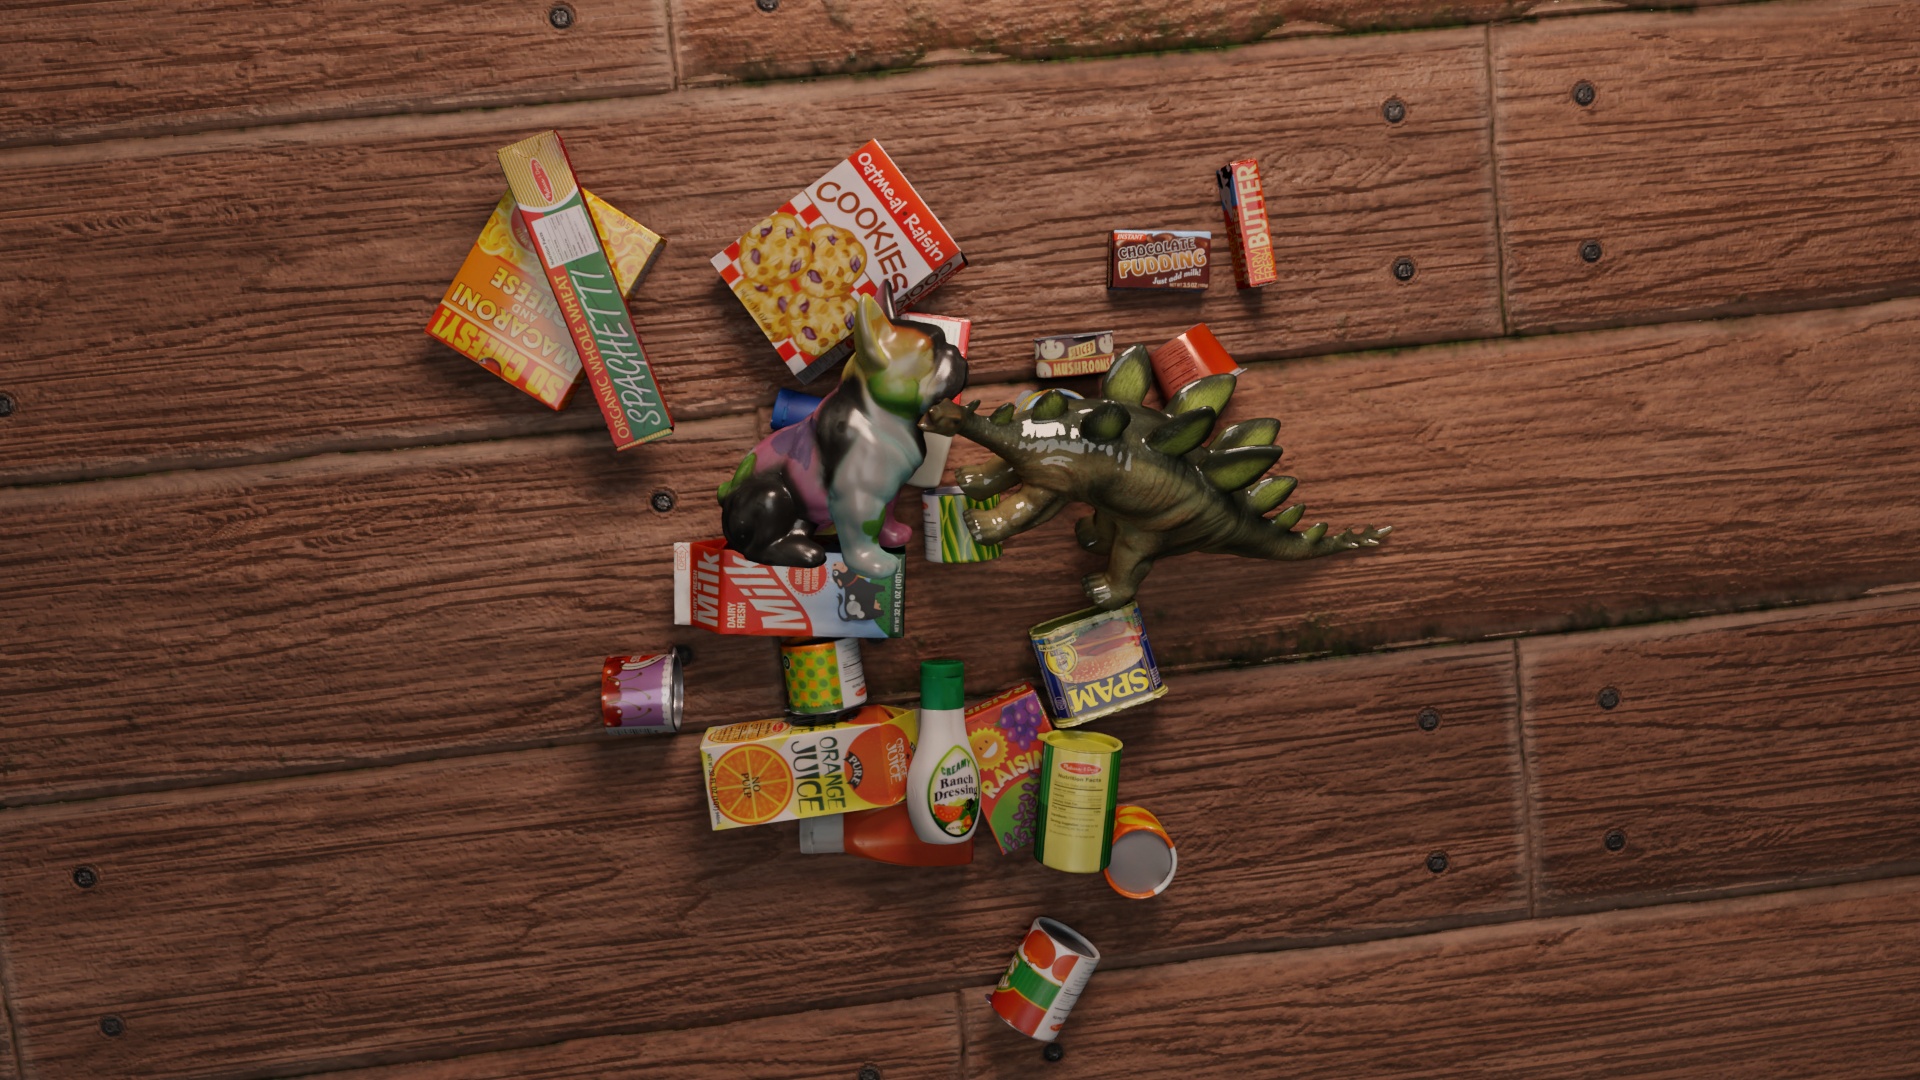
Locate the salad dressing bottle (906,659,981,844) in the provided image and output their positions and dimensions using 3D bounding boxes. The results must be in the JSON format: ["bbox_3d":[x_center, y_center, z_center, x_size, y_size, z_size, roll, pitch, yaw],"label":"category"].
[{"bbox_3d":[-0.014,0.174,1.151,0.064,0.044,0.147,-3,92,-34],"label":"salad dressing bottle"}]

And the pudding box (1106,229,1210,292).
[{"bbox_3d":[0.166,-0.235,1.165,0.084,0.030,0.049,1,96,-4],"label":"pudding box"}]

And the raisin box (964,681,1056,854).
[{"bbox_3d":[0.048,0.196,1.201,0.086,0.040,0.123,-24,97,0],"label":"raisin box"}]

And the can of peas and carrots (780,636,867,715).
[{"bbox_3d":[-0.117,0.110,1.166,0.071,0.071,0.058,-8,97,-3],"label":"can of peas and carrots"}]

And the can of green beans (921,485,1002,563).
[{"bbox_3d":[0.002,-0.014,1.160,0.071,0.071,0.057,-4,98,-4],"label":"can of green beans"}]

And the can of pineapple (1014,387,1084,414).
[{"bbox_3d":[0.077,-0.095,1.160,0.071,0.058,0.071,0,97,-4],"label":"can of pineapple"}]

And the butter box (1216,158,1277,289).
[{"bbox_3d":[0.238,-0.262,1.155,0.024,0.053,0.103,-12,97,0],"label":"butter box"}]

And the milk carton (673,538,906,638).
[{"bbox_3d":[-0.141,0.038,1.152,0.191,0.073,0.072,1,98,-4],"label":"milk carton"}]

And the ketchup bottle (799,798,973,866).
[{"bbox_3d":[-0.063,0.249,1.197,0.149,0.043,0.064,-1,96,-4],"label":"ketchup bottle"}]

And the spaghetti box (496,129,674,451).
[{"bbox_3d":[-0.293,-0.194,1.096,0.050,0.029,0.249,-21,98,-3],"label":"spaghetti box"}]

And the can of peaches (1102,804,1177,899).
[{"bbox_3d":[0.148,0.270,1.207,0.071,0.058,0.071,-1,97,-4],"label":"can of peaches"}]

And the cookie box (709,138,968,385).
[{"bbox_3d":[-0.098,-0.226,1.127,0.167,0.040,0.123,-37,80,1],"label":"cookie box"}]

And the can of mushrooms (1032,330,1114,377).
[{"bbox_3d":[0.095,-0.154,1.148,0.071,0.071,0.033,-6,99,-3],"label":"can of mushrooms"}]

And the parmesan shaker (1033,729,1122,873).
[{"bbox_3d":[0.094,0.215,1.154,0.071,0.071,0.103,4,97,-4],"label":"parmesan shaker"}]

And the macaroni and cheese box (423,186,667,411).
[{"bbox_3d":[-0.336,-0.207,1.127,0.124,0.040,0.166,31,93,-6],"label":"macaroni and cheese box"}]

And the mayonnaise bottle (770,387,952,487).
[{"bbox_3d":[-0.082,-0.091,1.159,0.148,0.041,0.064,15,101,-4],"label":"mayonnaise bottle"}]

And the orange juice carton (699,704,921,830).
[{"bbox_3d":[-0.117,0.187,1.171,0.193,0.073,0.071,-7,97,-4],"label":"orange juice carton"}]

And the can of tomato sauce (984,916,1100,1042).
[{"bbox_3d":[0.072,0.380,1.211,0.071,0.071,0.083,29,93,-7],"label":"can of tomato sauce"}]

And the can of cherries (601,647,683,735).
[{"bbox_3d":[-0.264,0.125,1.158,0.058,0.071,0.071,-2,97,-2],"label":"can of cherries"}]

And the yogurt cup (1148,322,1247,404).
[{"bbox_3d":[0.193,-0.146,1.161,0.072,0.072,0.054,-31,90,0],"label":"yogurt cup"}]
